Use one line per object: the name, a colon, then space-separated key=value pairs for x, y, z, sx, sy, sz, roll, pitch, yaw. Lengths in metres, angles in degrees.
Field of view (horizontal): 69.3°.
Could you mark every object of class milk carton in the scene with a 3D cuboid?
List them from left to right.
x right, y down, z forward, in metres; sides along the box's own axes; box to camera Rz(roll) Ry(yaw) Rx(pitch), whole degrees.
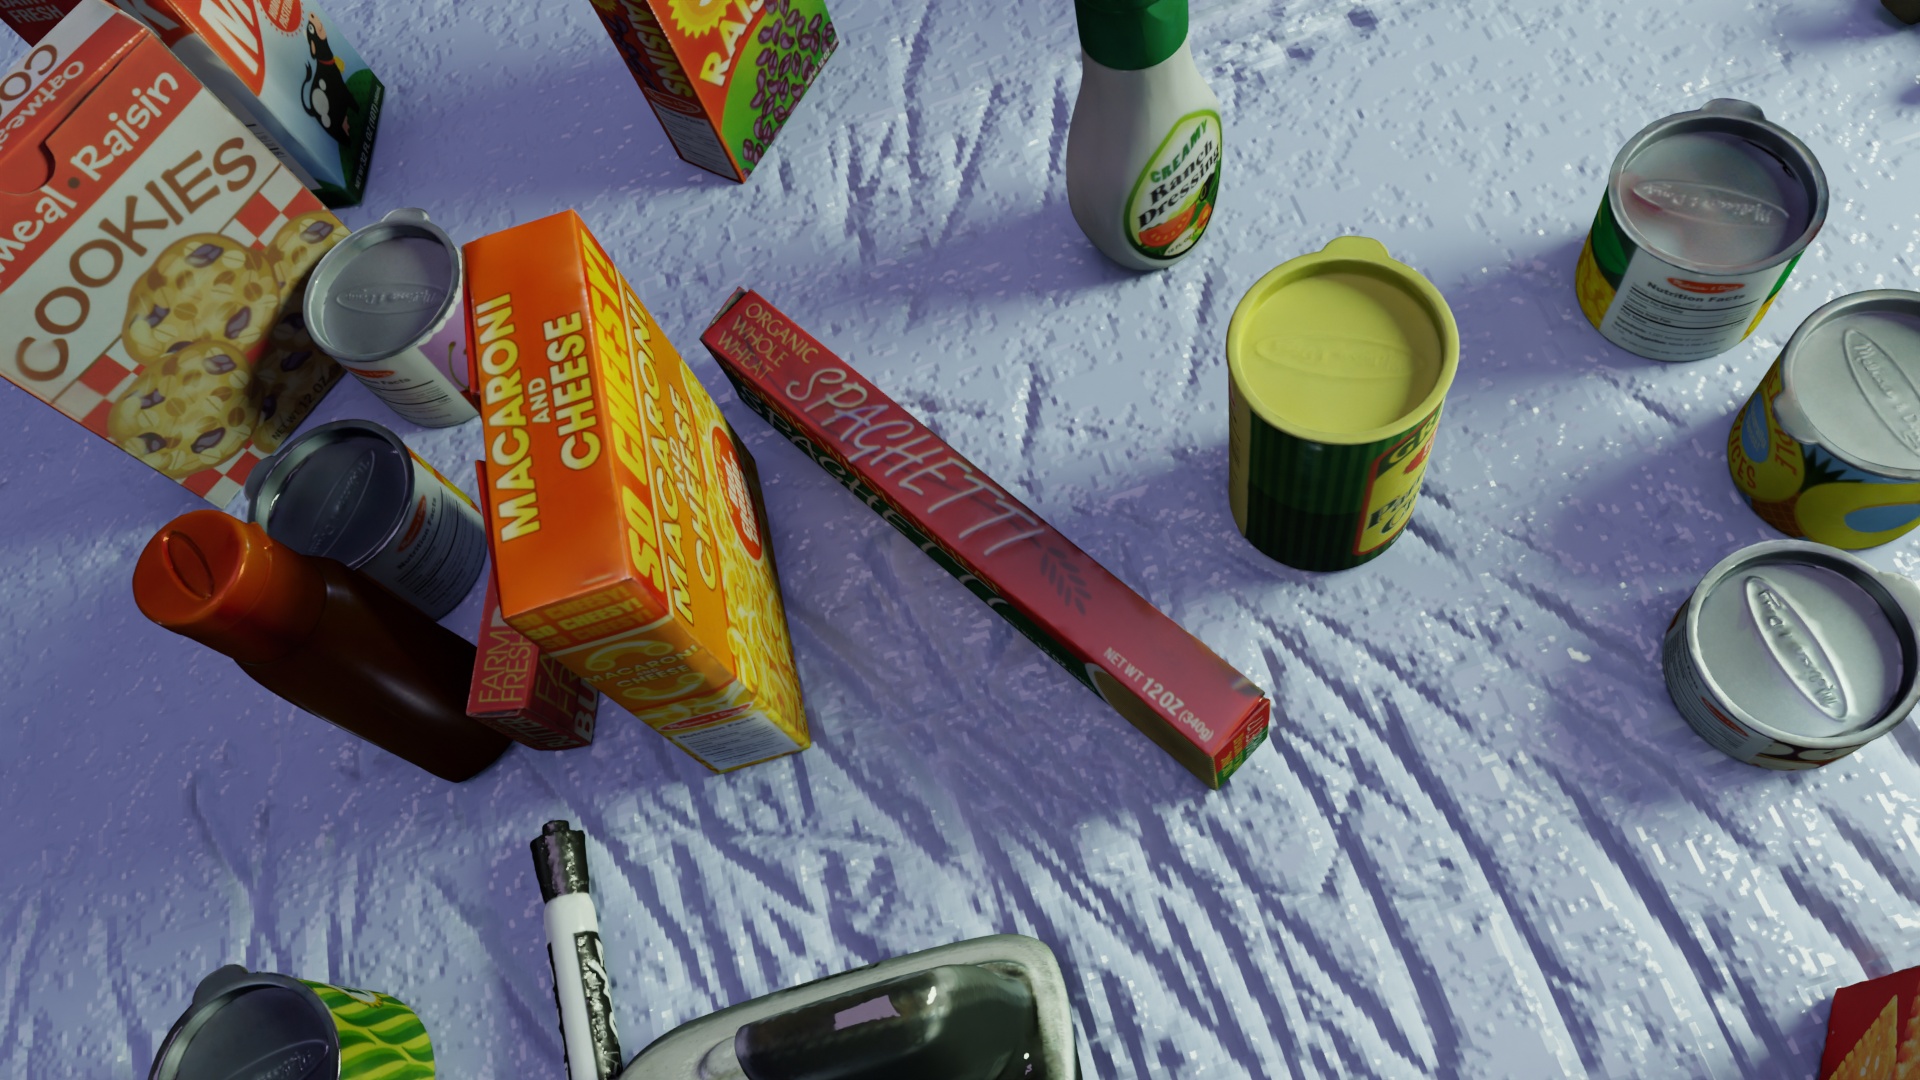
milk carton: x=-0.327 y=-0.220 z=0.573 sx=0.073 sy=0.190 sz=0.072 roll=-5 pitch=66 yaw=9

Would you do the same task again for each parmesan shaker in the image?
parmesan shaker: x=0.121 y=-0.040 z=0.453 sx=0.071 sy=0.102 sz=0.071 roll=-4 pitch=66 yaw=10

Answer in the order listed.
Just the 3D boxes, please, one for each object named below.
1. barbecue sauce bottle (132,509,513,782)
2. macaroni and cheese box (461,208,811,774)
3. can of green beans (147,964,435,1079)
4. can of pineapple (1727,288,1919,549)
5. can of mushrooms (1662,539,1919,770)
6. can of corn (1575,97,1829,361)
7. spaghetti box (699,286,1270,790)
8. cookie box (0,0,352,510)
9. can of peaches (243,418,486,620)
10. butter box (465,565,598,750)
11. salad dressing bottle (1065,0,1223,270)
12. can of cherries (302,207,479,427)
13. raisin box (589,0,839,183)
barbecue sauce bottle: x=-0.205 y=0.035 z=0.459 sx=0.044 sy=0.148 sz=0.065 roll=-41 pitch=66 yaw=-7
macaroni and cheese box: x=-0.099 y=-0.005 z=0.446 sx=0.040 sy=0.166 sz=0.124 roll=-17 pitch=65 yaw=4
can of green beans: x=-0.214 y=0.177 z=0.449 sx=0.071 sy=0.057 sz=0.071 roll=-4 pitch=66 yaw=10
can of pineapple: x=0.287 y=-0.037 z=0.443 sx=0.071 sy=0.057 sz=0.071 roll=-4 pitch=66 yaw=10
can of mushrooms: x=0.259 y=0.035 z=0.431 sx=0.071 sy=0.033 sz=0.071 roll=-4 pitch=66 yaw=10
can of corn: x=0.253 y=-0.106 z=0.480 sx=0.071 sy=0.058 sz=0.071 roll=-4 pitch=66 yaw=10
spaghetti box: x=0.002 y=-0.006 z=0.491 sx=0.250 sy=0.050 sz=0.029 roll=39 pitch=79 yaw=23
cookie box: x=-0.303 y=-0.100 z=0.528 sx=0.040 sy=0.167 sz=0.123 roll=31 pitch=76 yaw=22
can of peaches: x=-0.227 y=-0.005 z=0.531 sx=0.071 sy=0.058 sz=0.071 roll=-4 pitch=66 yaw=10
butter box: x=-0.150 y=0.021 z=0.507 sx=0.024 sy=0.053 sz=0.104 roll=-3 pitch=66 yaw=10
salad dressing bottle: x=0.063 y=-0.154 z=0.490 sx=0.064 sy=0.147 sz=0.044 roll=-43 pitch=66 yaw=-8
can of cherries: x=-0.220 y=-0.090 z=0.567 sx=0.071 sy=0.058 sz=0.072 roll=-4 pitch=66 yaw=10
raisin box: x=-0.100 y=-0.219 z=0.564 sx=0.040 sy=0.123 sz=0.086 roll=25 pitch=74 yaw=20
